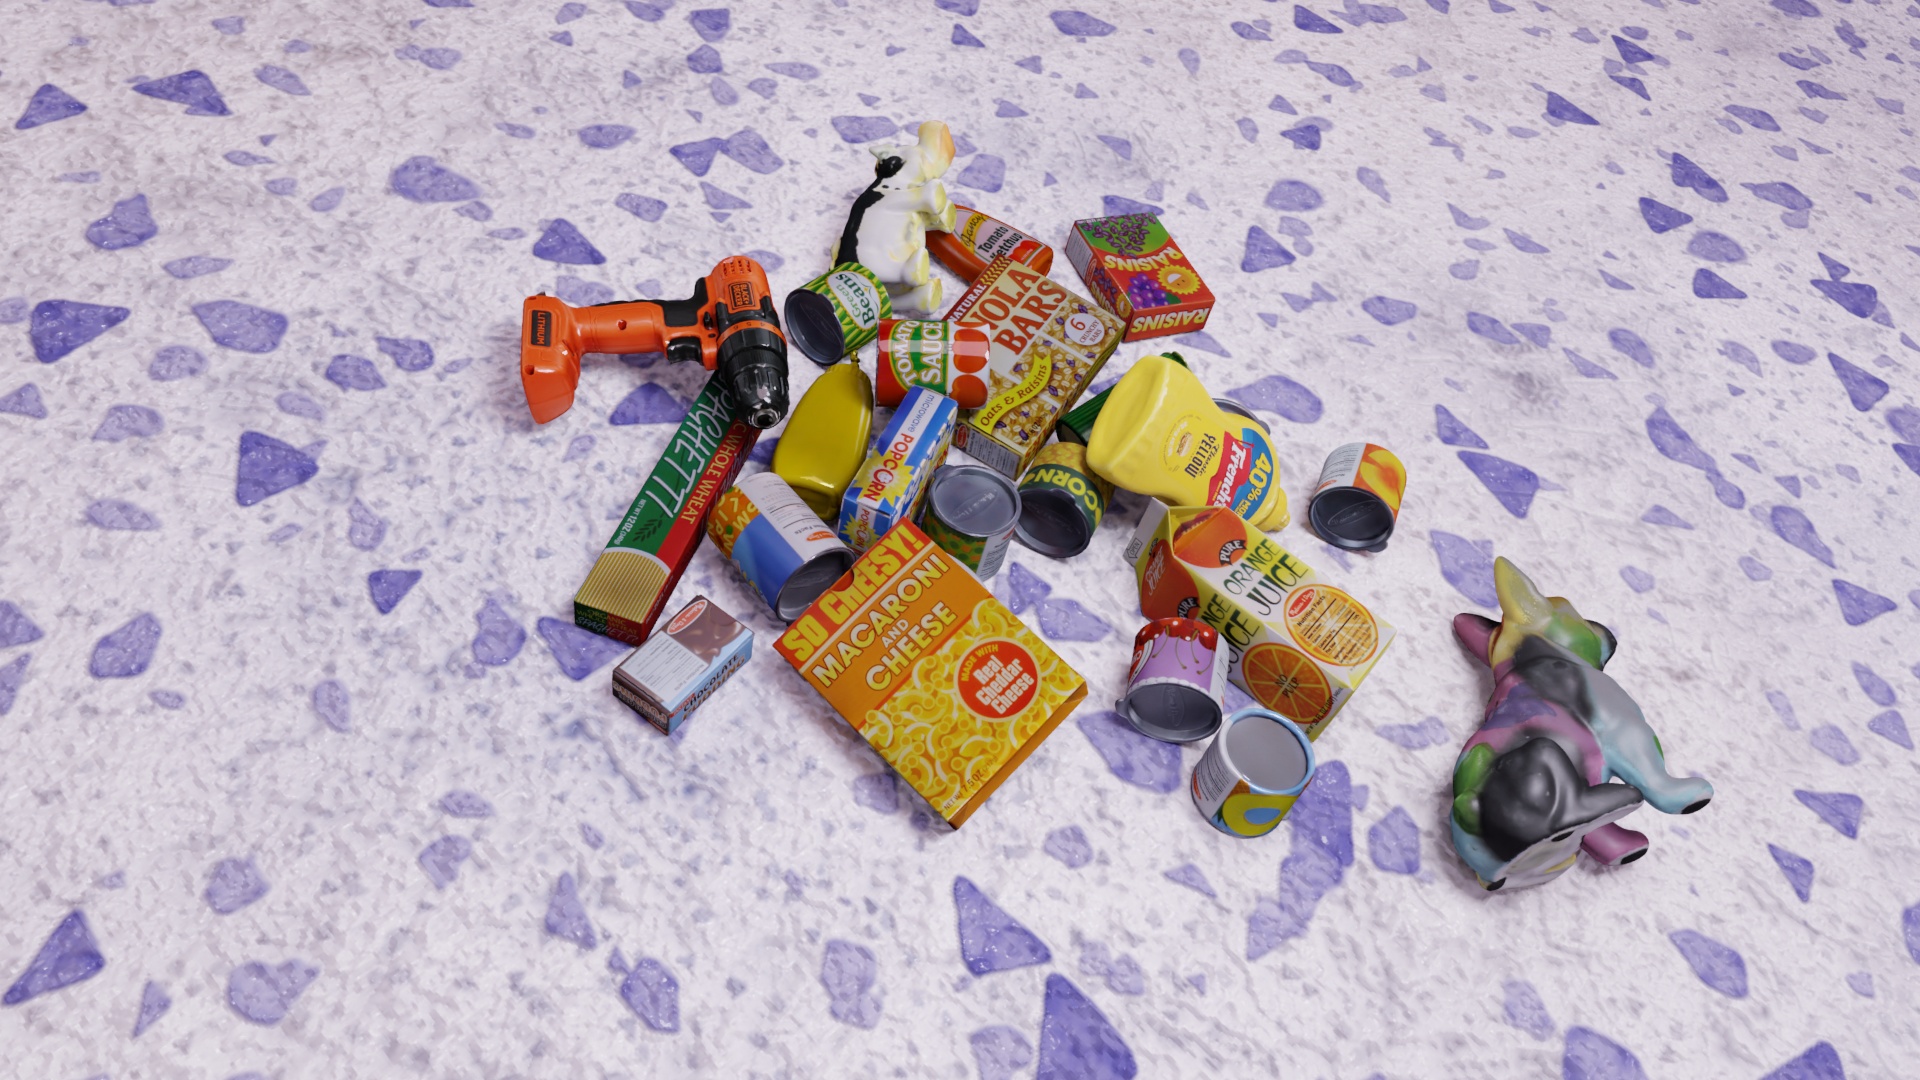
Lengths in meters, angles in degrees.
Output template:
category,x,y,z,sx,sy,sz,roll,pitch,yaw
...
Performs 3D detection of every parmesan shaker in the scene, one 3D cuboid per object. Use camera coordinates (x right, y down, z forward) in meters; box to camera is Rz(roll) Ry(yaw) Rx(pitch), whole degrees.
category,x,y,z,sx,sy,sz,roll,pitch,yaw
parmesan shaker,0.132,-0.093,1.069,0.103,0.071,0.071,-32,63,-11

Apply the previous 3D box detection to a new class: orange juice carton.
category,x,y,z,sx,sy,sz,roll,pitch,yaw
orange juice carton,0.202,0.046,0.990,0.193,0.071,0.073,38,52,16

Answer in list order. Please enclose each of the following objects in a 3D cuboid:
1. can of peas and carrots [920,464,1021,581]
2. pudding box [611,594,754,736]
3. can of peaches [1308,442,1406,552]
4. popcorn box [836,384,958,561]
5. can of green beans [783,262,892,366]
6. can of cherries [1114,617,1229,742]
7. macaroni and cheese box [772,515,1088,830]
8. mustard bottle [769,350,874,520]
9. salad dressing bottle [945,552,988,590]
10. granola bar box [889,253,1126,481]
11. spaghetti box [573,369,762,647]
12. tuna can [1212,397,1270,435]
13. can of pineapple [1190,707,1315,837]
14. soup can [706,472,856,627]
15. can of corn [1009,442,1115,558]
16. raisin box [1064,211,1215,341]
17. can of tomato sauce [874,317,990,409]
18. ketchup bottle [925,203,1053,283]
category,x,y,z,sx,sy,sz,roll,pitch,yaw
can of peas and carrots,0.004,-0.012,0.996,0.071,0.058,0.071,7,49,-8
pudding box,-0.177,0.079,0.894,0.050,0.030,0.084,33,51,14
can of peaches,0.313,-0.033,1.090,0.071,0.070,0.058,24,49,6
popcorn box,-0.046,-0.038,0.988,0.038,0.084,0.127,23,50,6
can of green beans,-0.097,-0.181,1.105,0.071,0.071,0.058,39,52,18
can of cherries,0.144,0.094,0.940,0.071,0.071,0.059,17,49,0
macaroni and cheese box,-0.020,0.082,0.893,0.124,0.040,0.167,-45,70,-10
mustard bottle,-0.095,-0.086,1.038,0.065,0.048,0.161,15,49,0
salad dressing bottle,0.010,0.068,0.942,0.064,0.043,0.148,-34,67,-25
granola bar box,0.038,-0.142,1.108,0.124,0.038,0.166,31,60,12
spaghetti box,-0.196,-0.034,0.983,0.050,0.028,0.251,19,49,2
tuna can,0.212,-0.081,1.123,0.071,0.032,0.071,7,50,-9
can of pineapple,0.193,0.152,0.910,0.071,0.057,0.071,7,50,-9
soup can,-0.124,0.006,0.945,0.071,0.071,0.084,-28,59,-32
can of corn,0.075,-0.032,1.023,0.071,0.070,0.058,25,49,7
raisin box,0.158,-0.235,1.233,0.086,0.039,0.124,-11,54,-23
can of tomato sauce,-0.021,-0.131,1.029,0.083,0.070,0.071,2,51,-3
ketchup bottle,0.004,-0.262,1.213,0.149,0.043,0.065,32,59,13
